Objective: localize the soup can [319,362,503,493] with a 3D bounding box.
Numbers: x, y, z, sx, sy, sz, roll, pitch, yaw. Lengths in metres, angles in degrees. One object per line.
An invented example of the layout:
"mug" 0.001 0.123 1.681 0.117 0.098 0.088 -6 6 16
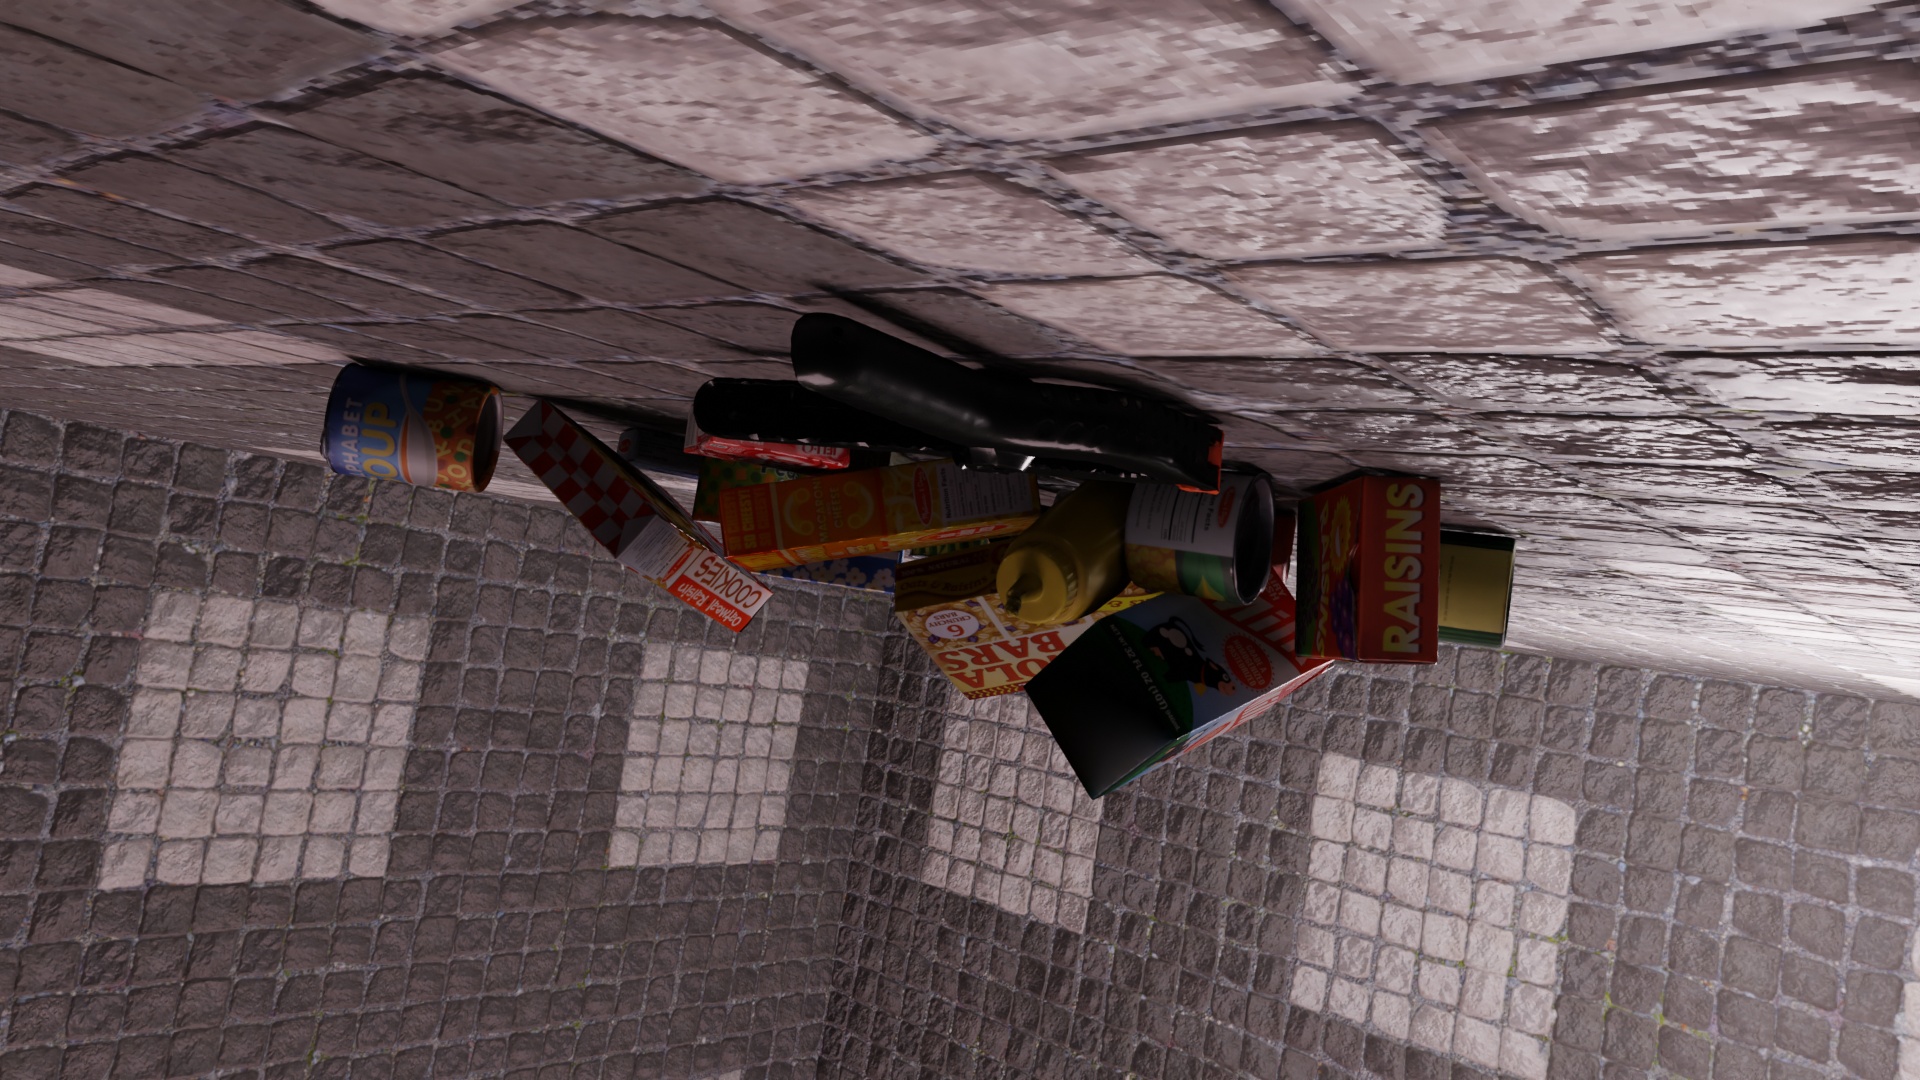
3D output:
"soup can" -0.321 -0.064 0.818 0.084 0.071 0.071 9 176 -5

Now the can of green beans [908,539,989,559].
"can of green beans" 0.001 -0.012 0.958 0.071 0.058 0.071 9 177 1

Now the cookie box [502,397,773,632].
"cookie box" -0.204 -0.011 0.896 0.123 0.040 0.167 41 177 25

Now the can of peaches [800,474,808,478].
"can of peaches" -0.100 -0.028 0.966 0.071 0.058 0.071 8 176 1

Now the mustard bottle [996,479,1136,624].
"mustard bottle" 0.056 0.009 0.707 0.049 0.065 0.161 29 -155 18

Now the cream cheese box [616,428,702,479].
"cream cheese box" -0.187 -0.057 0.985 0.104 0.024 0.053 10 177 -25

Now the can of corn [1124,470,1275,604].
"can of corn" 0.122 -0.003 0.702 0.058 0.071 0.071 8 176 27

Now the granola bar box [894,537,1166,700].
"granola bar box" 0.059 0.044 0.858 0.165 0.039 0.123 -13 144 18

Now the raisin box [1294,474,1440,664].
"raisin box" 0.196 0.016 0.679 0.040 0.086 0.123 3 176 0

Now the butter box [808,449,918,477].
"butter box" -0.053 -0.042 0.882 0.053 0.024 0.103 7 177 18

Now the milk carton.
"milk carton" 0.133 0.066 0.756 0.191 0.072 0.073 -17 158 -43

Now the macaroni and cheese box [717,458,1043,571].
"macaroni and cheese box" -0.044 -0.016 0.778 0.167 0.040 0.123 -8 176 -3

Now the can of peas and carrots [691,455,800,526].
"can of peas and carrots" -0.137 -0.036 0.907 0.071 0.058 0.071 9 177 1

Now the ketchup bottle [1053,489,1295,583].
"ketchup bottle" 0.132 -0.004 0.869 0.149 0.043 0.064 8 169 15

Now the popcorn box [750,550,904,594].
"popcorn box" -0.103 -0.009 1.065 0.127 0.085 0.038 8 177 2

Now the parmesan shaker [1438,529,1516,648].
"parmesan shaker" 0.268 0.028 0.815 0.103 0.071 0.071 7 176 24
